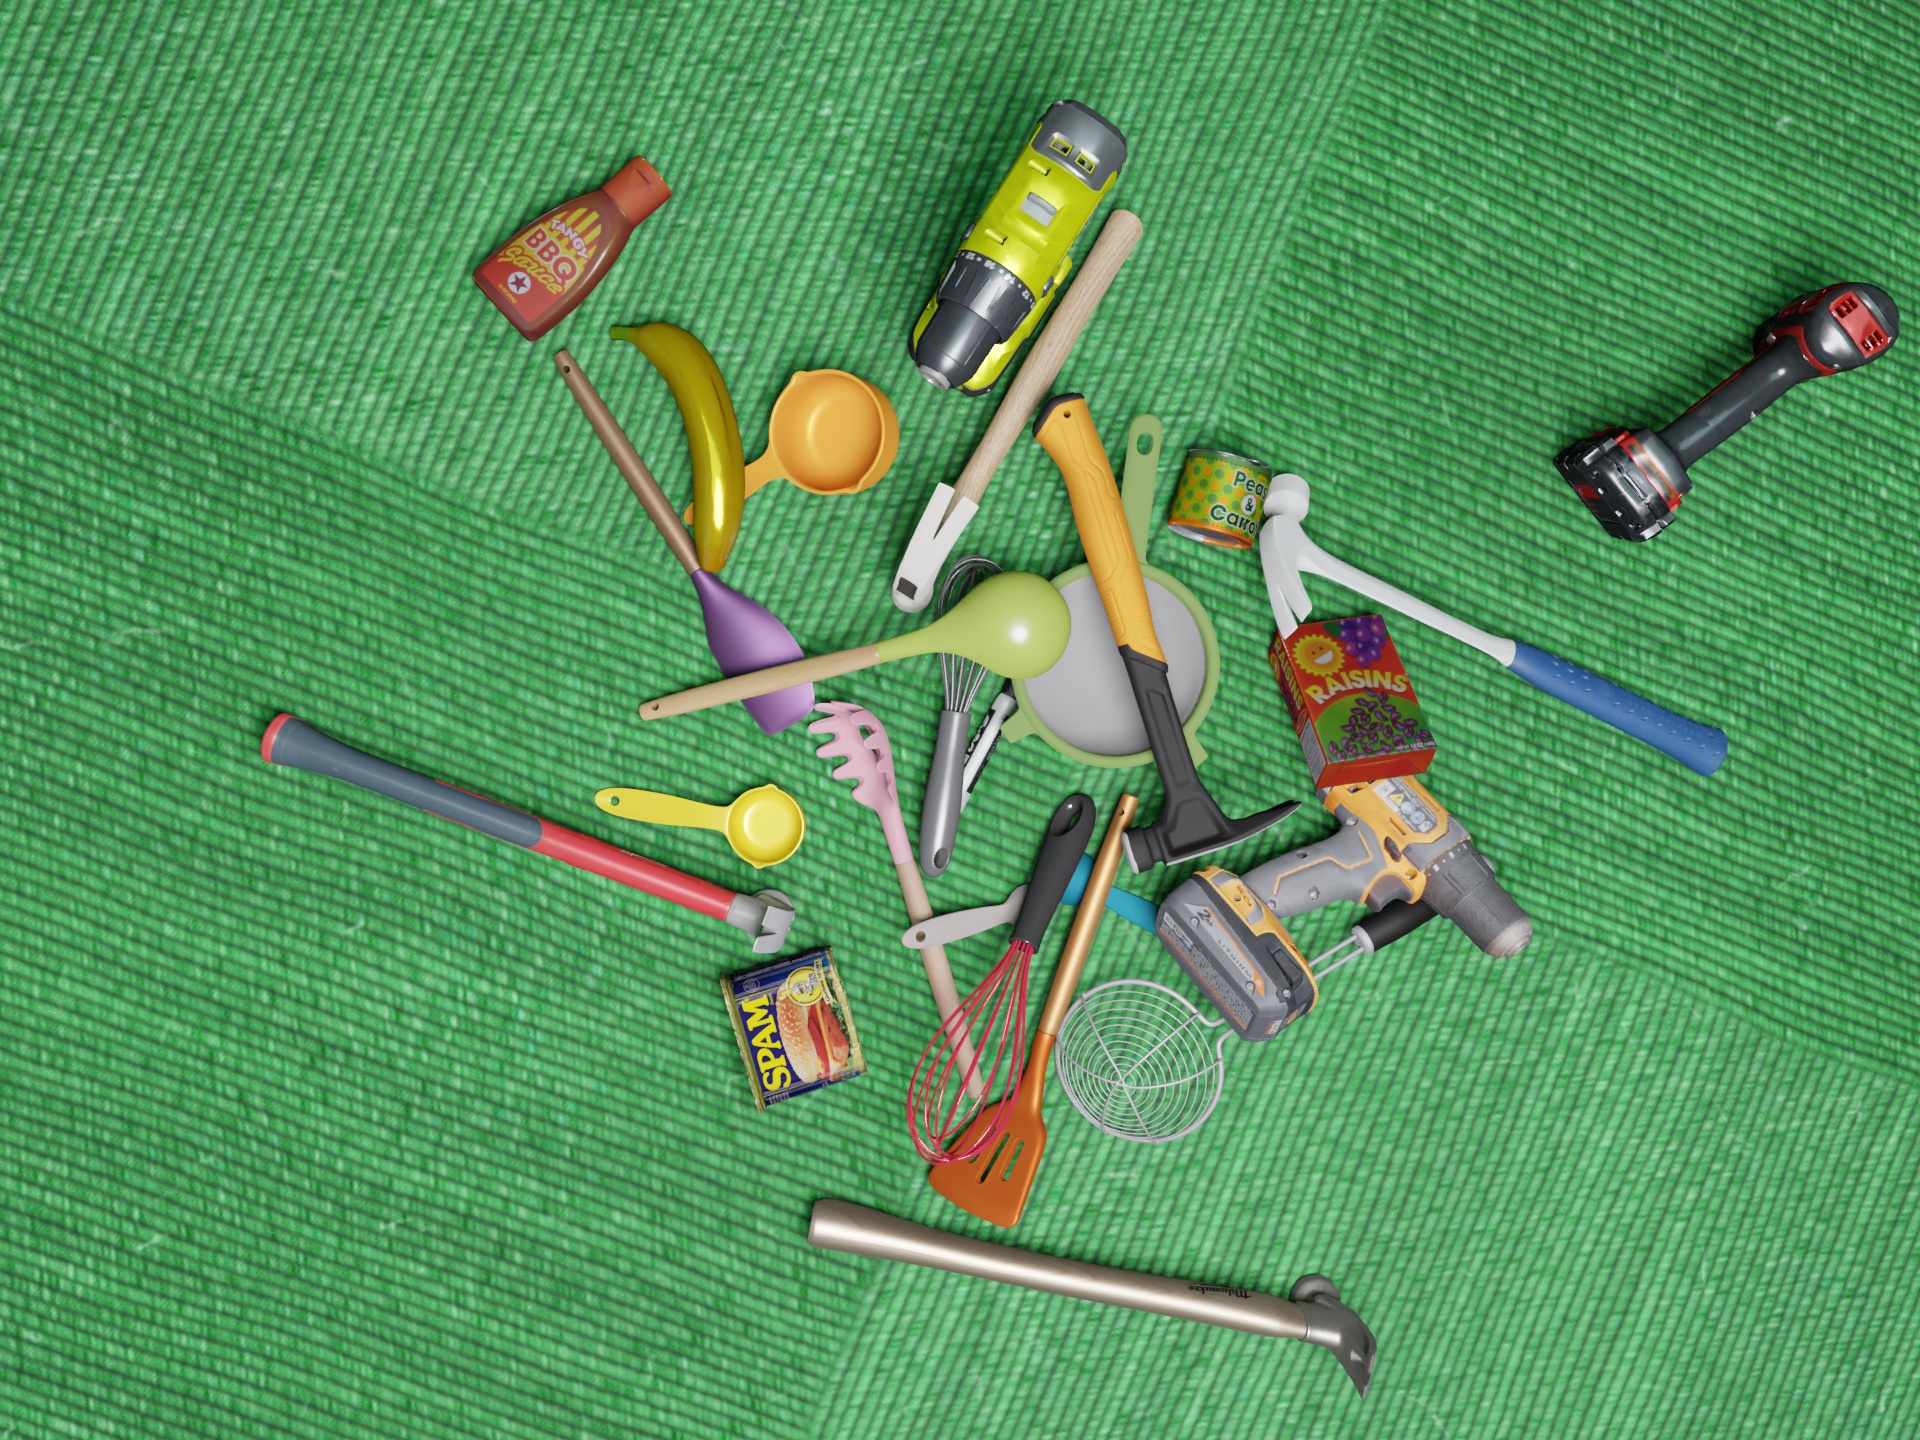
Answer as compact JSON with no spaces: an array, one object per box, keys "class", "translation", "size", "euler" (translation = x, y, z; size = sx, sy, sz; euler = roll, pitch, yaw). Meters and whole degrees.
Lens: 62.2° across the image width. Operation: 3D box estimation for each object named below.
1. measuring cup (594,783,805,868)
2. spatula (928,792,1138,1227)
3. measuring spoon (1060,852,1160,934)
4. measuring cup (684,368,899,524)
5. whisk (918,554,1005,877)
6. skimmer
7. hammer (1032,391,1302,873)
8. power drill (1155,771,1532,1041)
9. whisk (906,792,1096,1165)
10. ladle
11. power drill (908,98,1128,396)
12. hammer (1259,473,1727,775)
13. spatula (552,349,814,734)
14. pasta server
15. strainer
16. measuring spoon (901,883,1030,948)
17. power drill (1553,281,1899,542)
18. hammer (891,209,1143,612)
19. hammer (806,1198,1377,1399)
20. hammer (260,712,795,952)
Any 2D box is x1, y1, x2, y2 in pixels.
[{"class":"measuring cup","translation":[-0.189,0.069,1.165],"size":[0.156,0.029,0.062],"euler":[9,90,5]},{"class":"spatula","translation":[0.068,0.205,1.165],"size":[0.081,0.041,0.322],"euler":[19,90,34]},{"class":"measuring spoon","translation":[0.125,0.139,1.196],"size":[0.128,0.021,0.042],"euler":[27,88,-4]},{"class":"measuring cup","translation":[-0.123,-0.187,1.157],"size":[0.173,0.052,0.095],"euler":[-28,88,20]},{"class":"whisk","translation":[-0.002,-0.004,1.162],"size":[0.055,0.055,0.239],"euler":[9,87,-6]},{"class":"skimmer","translation":[0.243,0.195,1.208],"size":[0.363,0.090,0.127],"euler":[-27,89,-15]},{"class":"hammer","translation":[0.129,-0.069,1.117],"size":[0.127,0.034,0.337],"euler":[-18,91,-1]},{"class":"power drill","translation":[0.278,0.138,1.140],"size":[0.226,0.084,0.185],"euler":[-32,64,-18]},{"class":"whisk","translation":[0.038,0.178,1.131],"size":[0.073,0.073,0.296],"euler":[28,64,-6]},{"class":"ladle","translation":[-0.078,-0.040,1.133],"size":[0.320,0.062,0.078],"euler":[-13,76,14]},{"class":"power drill","translation":[0.024,-0.294,1.075],"size":[0.080,0.228,0.190],"euler":[32,87,-6]},{"class":"hammer","translation":[0.402,-0.050,1.194],"size":[0.405,0.035,0.144],"euler":[24,47,-11]},{"class":"spatula","translation":[-0.203,-0.132,1.158],"size":[0.060,0.018,0.316],"euler":[-32,95,8]},{"class":"pasta server","translation":[-0.039,0.132,1.172],"size":[0.040,0.060,0.316],"euler":[-22,97,-40]},{"class":"strainer","translation":[0.117,-0.093,1.169],"size":[0.151,0.069,0.256],"euler":[8,89,-2]},{"class":"measuring spoon","translation":[0.014,0.148,1.166],"size":[0.124,0.018,0.034],"euler":[-11,96,-27]},{"class":"power drill","translation":[0.563,-0.235,1.183],"size":[0.226,0.188,0.080],"euler":[-38,91,14]},{"class":"hammer","translation":[0.044,-0.231,1.148],"size":[0.031,0.130,0.331],"euler":[30,79,-1]},{"class":"hammer","translation":[0.092,0.408,1.149],"size":[0.410,0.146,0.038],"euler":[12,90,-2]},{"class":"hammer","translation":[-0.300,0.078,1.101],"size":[0.386,0.143,0.038],"euler":[21,86,-2]}]
